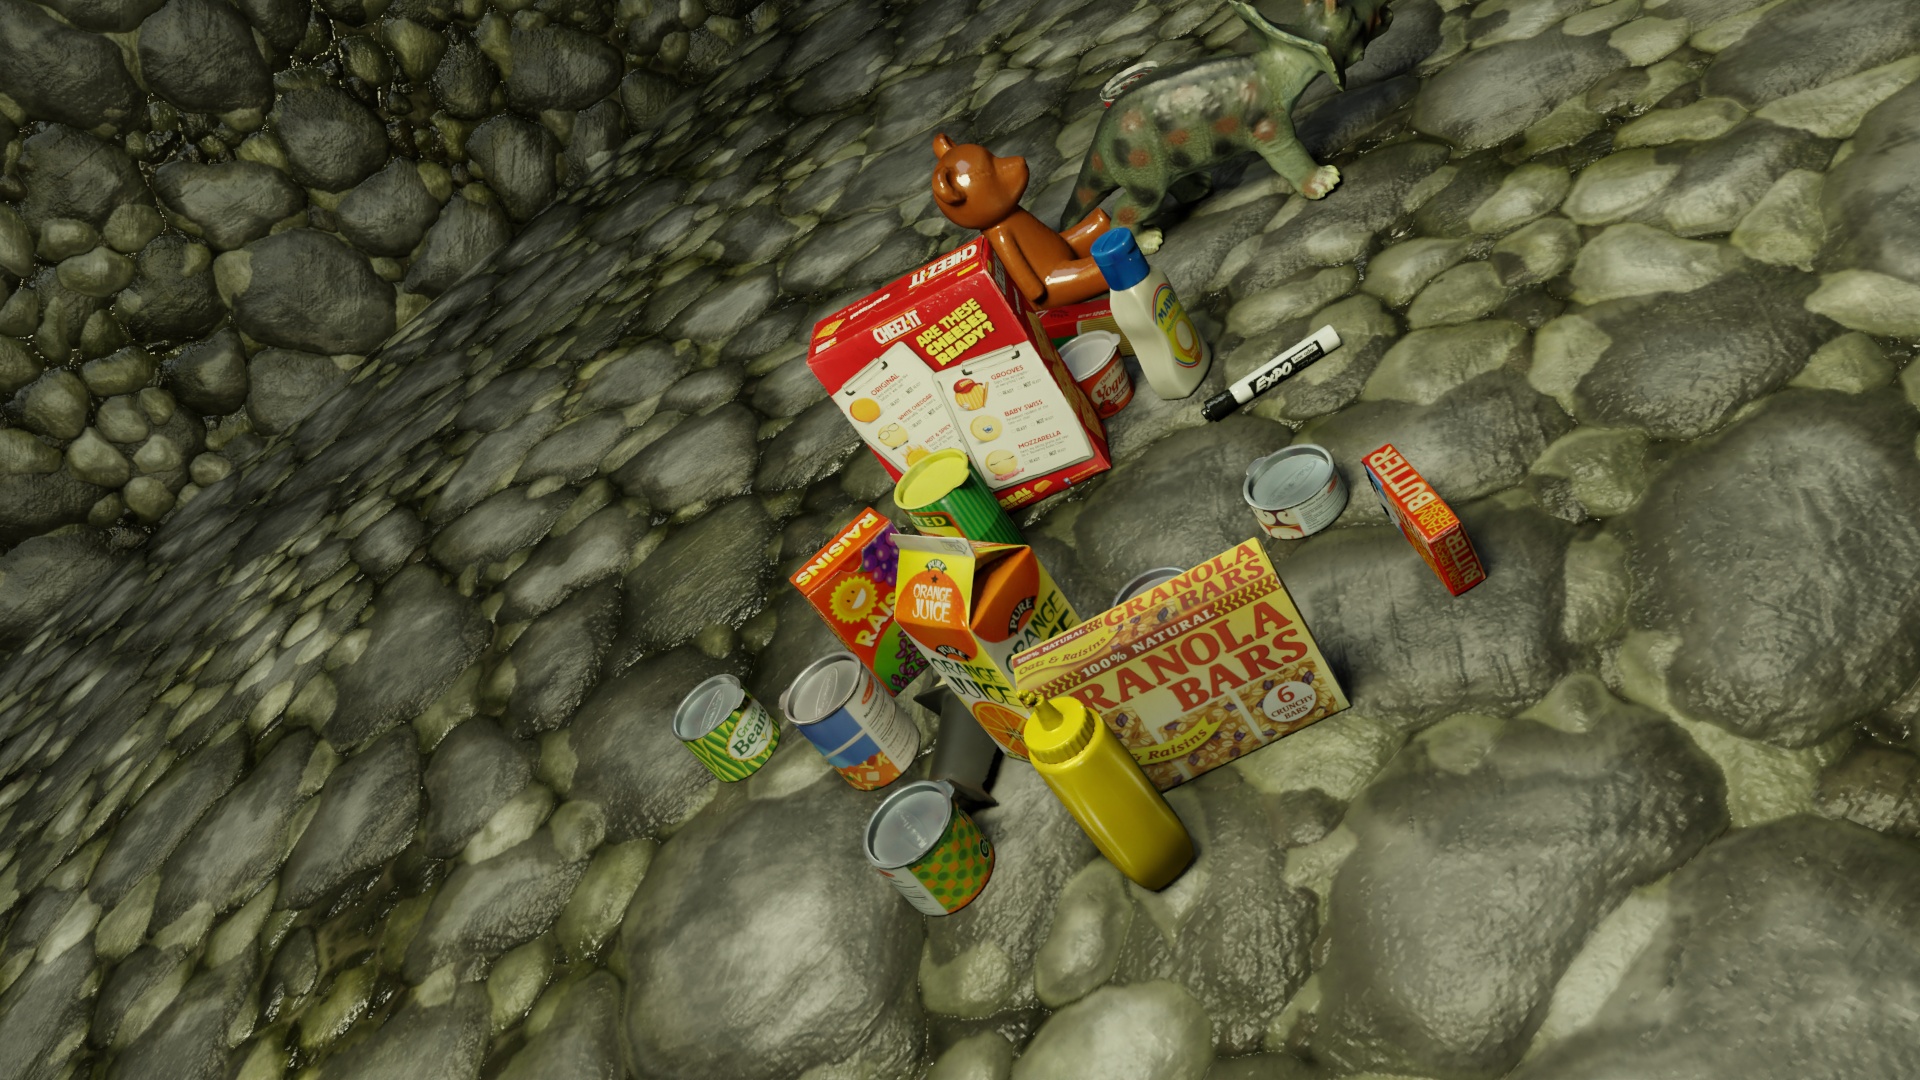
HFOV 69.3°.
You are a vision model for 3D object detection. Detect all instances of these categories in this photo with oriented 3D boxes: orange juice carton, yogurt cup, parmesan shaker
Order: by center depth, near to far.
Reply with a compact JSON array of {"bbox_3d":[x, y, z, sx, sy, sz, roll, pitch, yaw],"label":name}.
[{"bbox_3d":[0.027,0.062,0.899,0.072,0.192,0.073,6,51,47],"label":"orange juice carton"},{"bbox_3d":[0.004,-0.014,1.101,0.071,0.102,0.072,-24,34,18],"label":"parmesan shaker"},{"bbox_3d":[0.115,-0.141,1.205,0.072,0.053,0.073,-24,34,18],"label":"yogurt cup"}]

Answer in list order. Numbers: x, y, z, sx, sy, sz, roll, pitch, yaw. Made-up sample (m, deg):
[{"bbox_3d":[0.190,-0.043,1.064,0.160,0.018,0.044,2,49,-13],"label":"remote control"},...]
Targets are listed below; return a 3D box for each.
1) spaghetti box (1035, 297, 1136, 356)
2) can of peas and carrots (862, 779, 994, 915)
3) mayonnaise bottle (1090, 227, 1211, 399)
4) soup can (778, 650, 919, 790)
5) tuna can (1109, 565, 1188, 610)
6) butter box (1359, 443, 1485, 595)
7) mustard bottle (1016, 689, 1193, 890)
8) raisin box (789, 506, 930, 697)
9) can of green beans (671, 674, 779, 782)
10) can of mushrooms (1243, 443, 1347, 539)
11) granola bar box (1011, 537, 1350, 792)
[{"bbox_3d":[0.064,-0.188,1.316,0.250,0.050,0.029,-3,45,41],"label":"spaghetti box"},{"bbox_3d":[-0.018,0.196,0.894,0.071,0.058,0.071,-24,34,18],"label":"can of peas and carrots"},{"bbox_3d":[0.155,-0.188,1.140,0.041,0.147,0.065,-1,46,42],"label":"mayonnaise bottle"},{"bbox_3d":[-0.080,0.132,1.010,0.071,0.083,0.072,-24,34,18],"label":"soup can"},{"bbox_3d":[0.140,0.053,0.955,0.071,0.032,0.071,-24,34,18],"label":"tuna can"},{"bbox_3d":[0.292,-0.015,0.881,0.024,0.053,0.104,-31,33,9],"label":"butter box"},{"bbox_3d":[0.077,0.134,0.791,0.049,0.159,0.065,-41,33,-7],"label":"mustard bottle"},{"bbox_3d":[-0.060,0.048,1.063,0.086,0.123,0.040,-42,33,-9],"label":"raisin box"},{"bbox_3d":[-0.187,0.150,1.110,0.071,0.057,0.071,-24,34,18],"label":"can of green beans"},{"bbox_3d":[0.235,-0.035,0.979,0.071,0.033,0.071,-24,34,18],"label":"can of mushrooms"},{"bbox_3d":[0.132,0.085,0.837,0.165,0.124,0.039,-28,33,13],"label":"granola bar box"}]
